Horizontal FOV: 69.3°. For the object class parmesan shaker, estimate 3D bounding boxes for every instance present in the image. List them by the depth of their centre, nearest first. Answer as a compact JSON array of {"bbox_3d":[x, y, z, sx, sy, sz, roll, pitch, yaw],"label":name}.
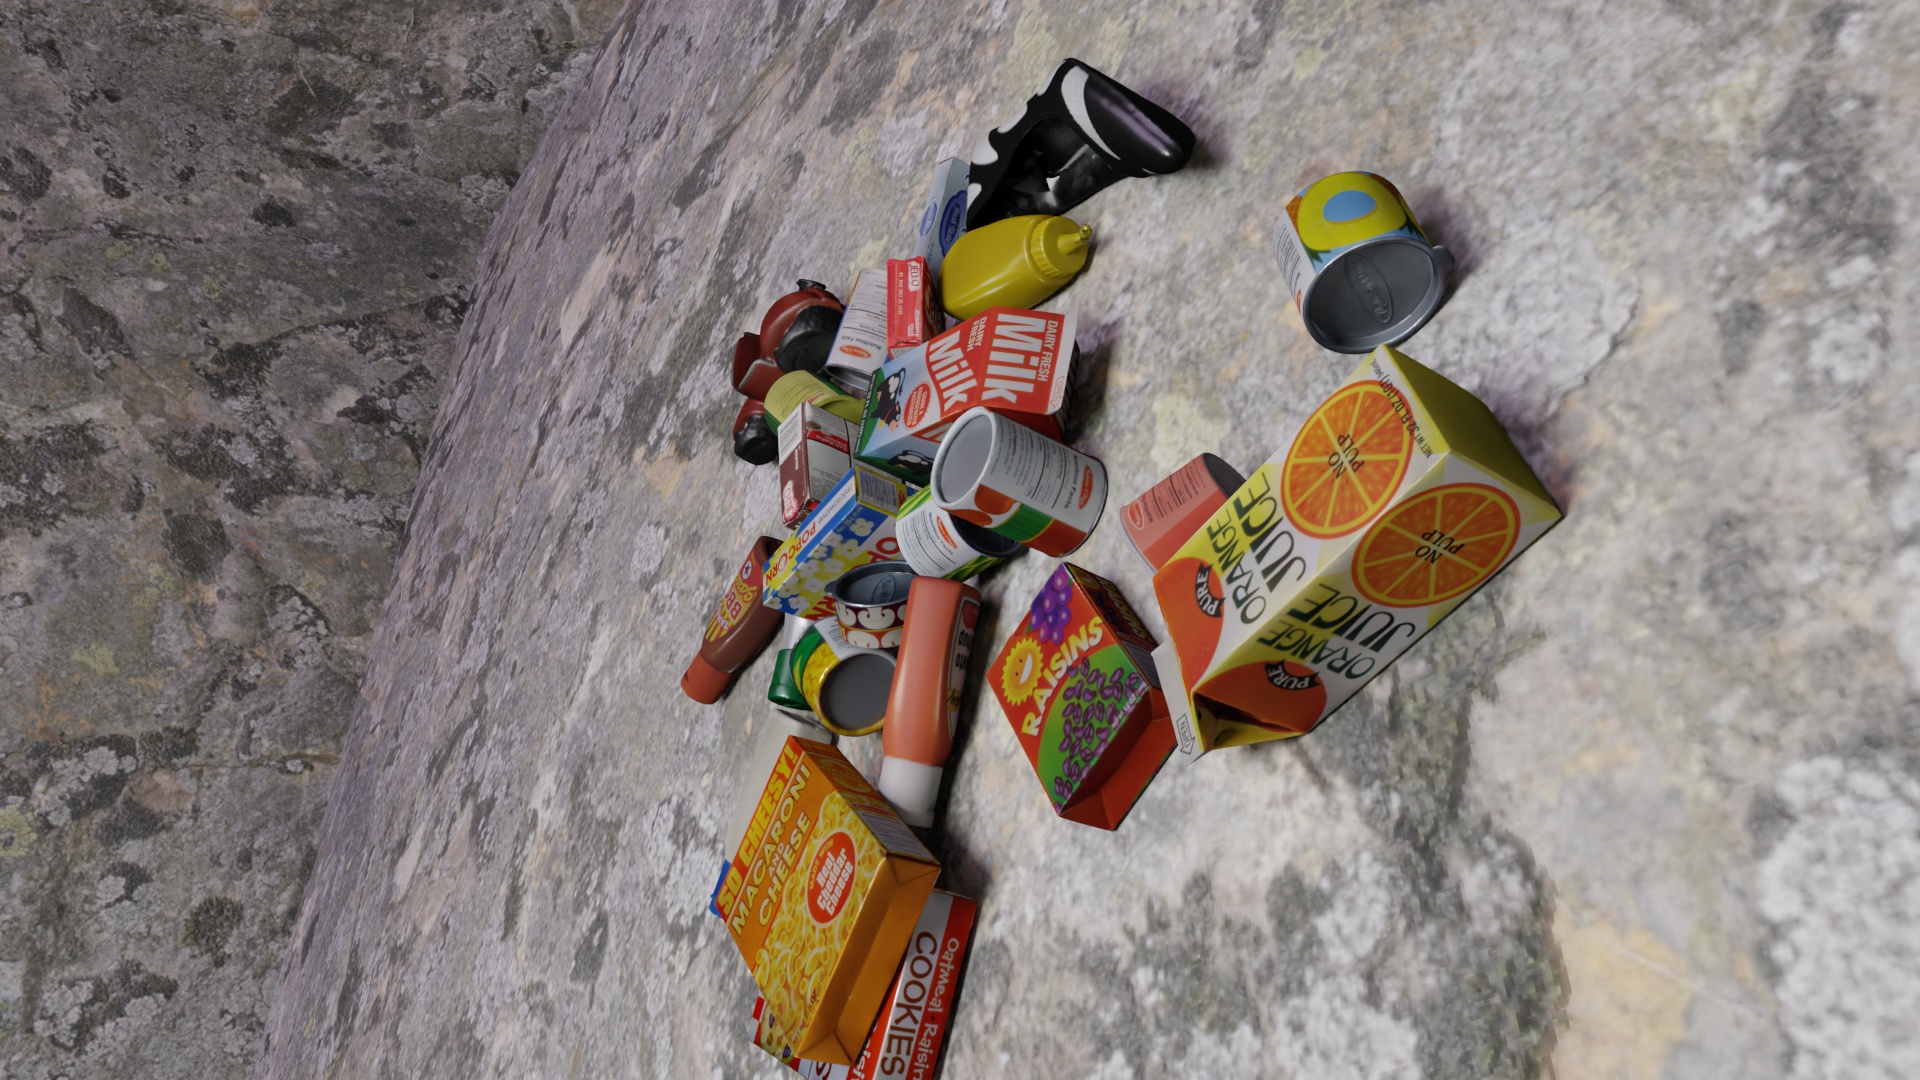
[{"bbox_3d":[-0.112,-0.099,1.131,0.071,0.071,0.103,-64,28,7],"label":"parmesan shaker"}]

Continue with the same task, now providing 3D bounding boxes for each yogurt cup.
[{"bbox_3d":[0.119,-0.006,0.683,0.053,0.072,0.073,-44,36,23],"label":"yogurt cup"}]

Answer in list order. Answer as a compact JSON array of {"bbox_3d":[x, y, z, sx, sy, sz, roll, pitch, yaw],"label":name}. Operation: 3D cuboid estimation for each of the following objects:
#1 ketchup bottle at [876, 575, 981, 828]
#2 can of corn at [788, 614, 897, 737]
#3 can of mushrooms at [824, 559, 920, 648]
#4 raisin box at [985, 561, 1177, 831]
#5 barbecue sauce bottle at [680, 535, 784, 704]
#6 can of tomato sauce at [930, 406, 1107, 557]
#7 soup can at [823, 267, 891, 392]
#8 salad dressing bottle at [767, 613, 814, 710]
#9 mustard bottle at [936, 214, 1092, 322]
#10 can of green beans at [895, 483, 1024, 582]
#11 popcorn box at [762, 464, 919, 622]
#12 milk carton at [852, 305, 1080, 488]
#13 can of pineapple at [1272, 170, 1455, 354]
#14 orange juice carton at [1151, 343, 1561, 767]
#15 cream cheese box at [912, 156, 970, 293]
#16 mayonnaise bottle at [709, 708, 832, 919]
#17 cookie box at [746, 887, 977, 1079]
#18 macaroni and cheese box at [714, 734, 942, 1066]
[{"bbox_3d":[-0.022,0.099,0.851,0.064,0.043,0.149,53,-133,-73],"label":"ketchup bottle"},{"bbox_3d":[-0.076,0.093,0.935,0.071,0.071,0.058,-63,29,8],"label":"can of corn"},{"bbox_3d":[-0.052,0.041,0.913,0.071,0.071,0.033,-136,34,-59],"label":"can of mushrooms"},{"bbox_3d":[0.066,0.079,0.735,0.086,0.040,0.124,-58,30,18],"label":"raisin box"},{"bbox_3d":[-0.182,0.070,1.150,0.148,0.043,0.065,-56,32,21],"label":"barbecue sauce bottle"},{"bbox_3d":[0.033,-0.034,0.823,0.071,0.083,0.071,-38,41,42],"label":"can of tomato sauce"},{"bbox_3d":[-0.061,-0.161,1.090,0.071,0.071,0.084,6,75,60],"label":"soup can"},{"bbox_3d":[-0.110,0.052,1.042,0.064,0.044,0.148,-18,55,56],"label":"salad dressing bottle"},{"bbox_3d":[0.042,-0.190,0.950,0.160,0.049,0.065,-5,71,58],"label":"mustard bottle"},{"bbox_3d":[0.001,-0.010,0.877,0.057,0.071,0.071,-31,45,48],"label":"can of green beans"},{"bbox_3d":[-0.070,0.010,0.961,0.126,0.085,0.038,-44,38,36],"label":"popcorn box"},{"bbox_3d":[0.013,-0.093,0.907,0.190,0.073,0.072,-18,55,53],"label":"milk carton"},{"bbox_3d":[0.188,-0.131,0.653,0.070,0.071,0.058,-47,35,33],"label":"can of pineapple"},{"bbox_3d":[0.151,0.016,0.602,0.191,0.073,0.072,-49,34,30],"label":"orange juice carton"},{"bbox_3d":[-0.003,-0.232,1.050,0.024,0.053,0.104,-10,62,55],"label":"cream cheese box"},{"bbox_3d":[-0.138,0.198,0.993,0.065,0.041,0.148,12,82,62],"label":"mayonnaise bottle"},{"bbox_3d":[-0.061,0.257,0.824,0.167,0.040,0.123,-7,65,59],"label":"cookie box"},{"bbox_3d":[-0.082,0.203,0.811,0.167,0.040,0.123,32,99,61],"label":"macaroni and cheese box"}]
